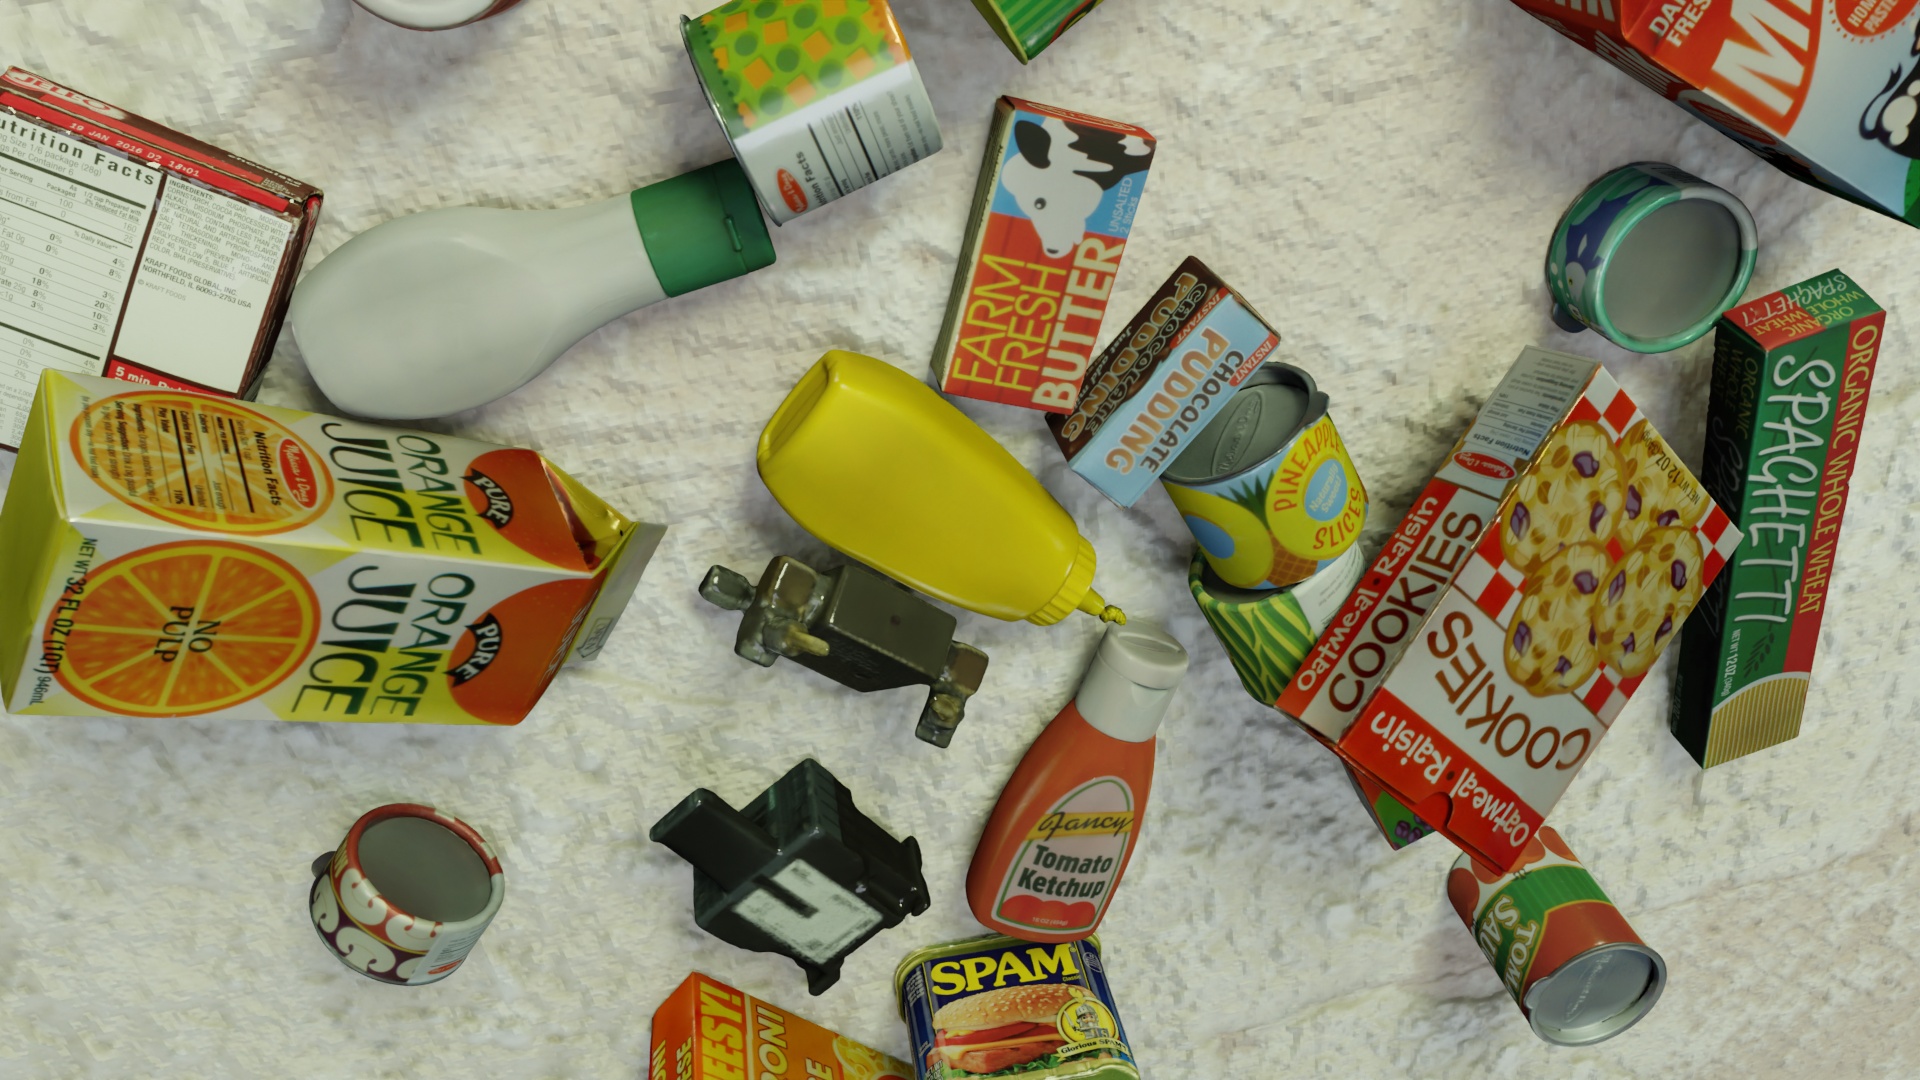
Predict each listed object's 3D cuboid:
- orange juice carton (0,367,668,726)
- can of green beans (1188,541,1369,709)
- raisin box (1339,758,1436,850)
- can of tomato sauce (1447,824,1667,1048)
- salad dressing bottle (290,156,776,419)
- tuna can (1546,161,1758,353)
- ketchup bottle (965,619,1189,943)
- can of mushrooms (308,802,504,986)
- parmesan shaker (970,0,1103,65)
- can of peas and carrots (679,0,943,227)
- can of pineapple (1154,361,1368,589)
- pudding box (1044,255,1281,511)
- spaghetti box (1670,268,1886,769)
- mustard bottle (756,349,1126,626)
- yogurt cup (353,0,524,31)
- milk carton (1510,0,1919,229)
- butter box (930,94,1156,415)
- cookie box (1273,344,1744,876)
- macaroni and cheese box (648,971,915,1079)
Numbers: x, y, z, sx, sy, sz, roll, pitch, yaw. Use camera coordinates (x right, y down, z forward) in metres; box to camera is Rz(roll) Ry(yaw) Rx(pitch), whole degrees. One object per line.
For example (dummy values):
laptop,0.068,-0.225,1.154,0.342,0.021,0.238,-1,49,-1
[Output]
orange juice carton,-0.192,0.009,0.451,0.193,0.073,0.071,9,124,-42
can of green beans,0.131,0.024,0.552,0.071,0.071,0.057,-30,120,7
raisin box,0.201,0.068,0.607,0.086,0.040,0.123,-29,122,7
can of tomato sauce,0.281,0.187,0.665,0.071,0.083,0.070,-5,120,-8
salad dressing bottle,-0.135,-0.084,0.449,0.148,0.044,0.064,-18,119,-2
tuna can,0.258,-0.104,0.523,0.071,0.033,0.070,-5,120,-9
ketchup bottle,0.053,0.104,0.595,0.065,0.044,0.148,12,116,-17
can of mushrooms,-0.218,0.136,0.546,0.071,0.071,0.033,29,110,-25
parmesan shaker,0.041,-0.197,0.403,0.103,0.071,0.071,-36,120,10
can of peas and carrots,-0.045,-0.140,0.423,0.059,0.071,0.070,-24,121,3
can of pineapple,0.113,-0.024,0.518,0.071,0.071,0.057,-31,122,7
pudding box,0.072,-0.057,0.502,0.030,0.050,0.083,34,108,-25
spaghetti box,0.337,0.004,0.584,0.050,0.029,0.248,-20,130,-1
mustard bottle,0.002,-0.006,0.518,0.160,0.049,0.065,34,110,-27
yogurt cup,-0.148,-0.175,0.387,0.072,0.054,0.072,-5,121,-8
milk carton,0.256,-0.181,0.456,0.190,0.072,0.073,20,114,-21
butter box,0.027,-0.097,0.485,0.053,0.024,0.103,8,117,-15
cookie box,0.212,0.030,0.530,0.123,0.040,0.167,36,89,-31
macaroni and cheese box,-0.062,0.281,0.625,0.166,0.124,0.040,34,107,-26
